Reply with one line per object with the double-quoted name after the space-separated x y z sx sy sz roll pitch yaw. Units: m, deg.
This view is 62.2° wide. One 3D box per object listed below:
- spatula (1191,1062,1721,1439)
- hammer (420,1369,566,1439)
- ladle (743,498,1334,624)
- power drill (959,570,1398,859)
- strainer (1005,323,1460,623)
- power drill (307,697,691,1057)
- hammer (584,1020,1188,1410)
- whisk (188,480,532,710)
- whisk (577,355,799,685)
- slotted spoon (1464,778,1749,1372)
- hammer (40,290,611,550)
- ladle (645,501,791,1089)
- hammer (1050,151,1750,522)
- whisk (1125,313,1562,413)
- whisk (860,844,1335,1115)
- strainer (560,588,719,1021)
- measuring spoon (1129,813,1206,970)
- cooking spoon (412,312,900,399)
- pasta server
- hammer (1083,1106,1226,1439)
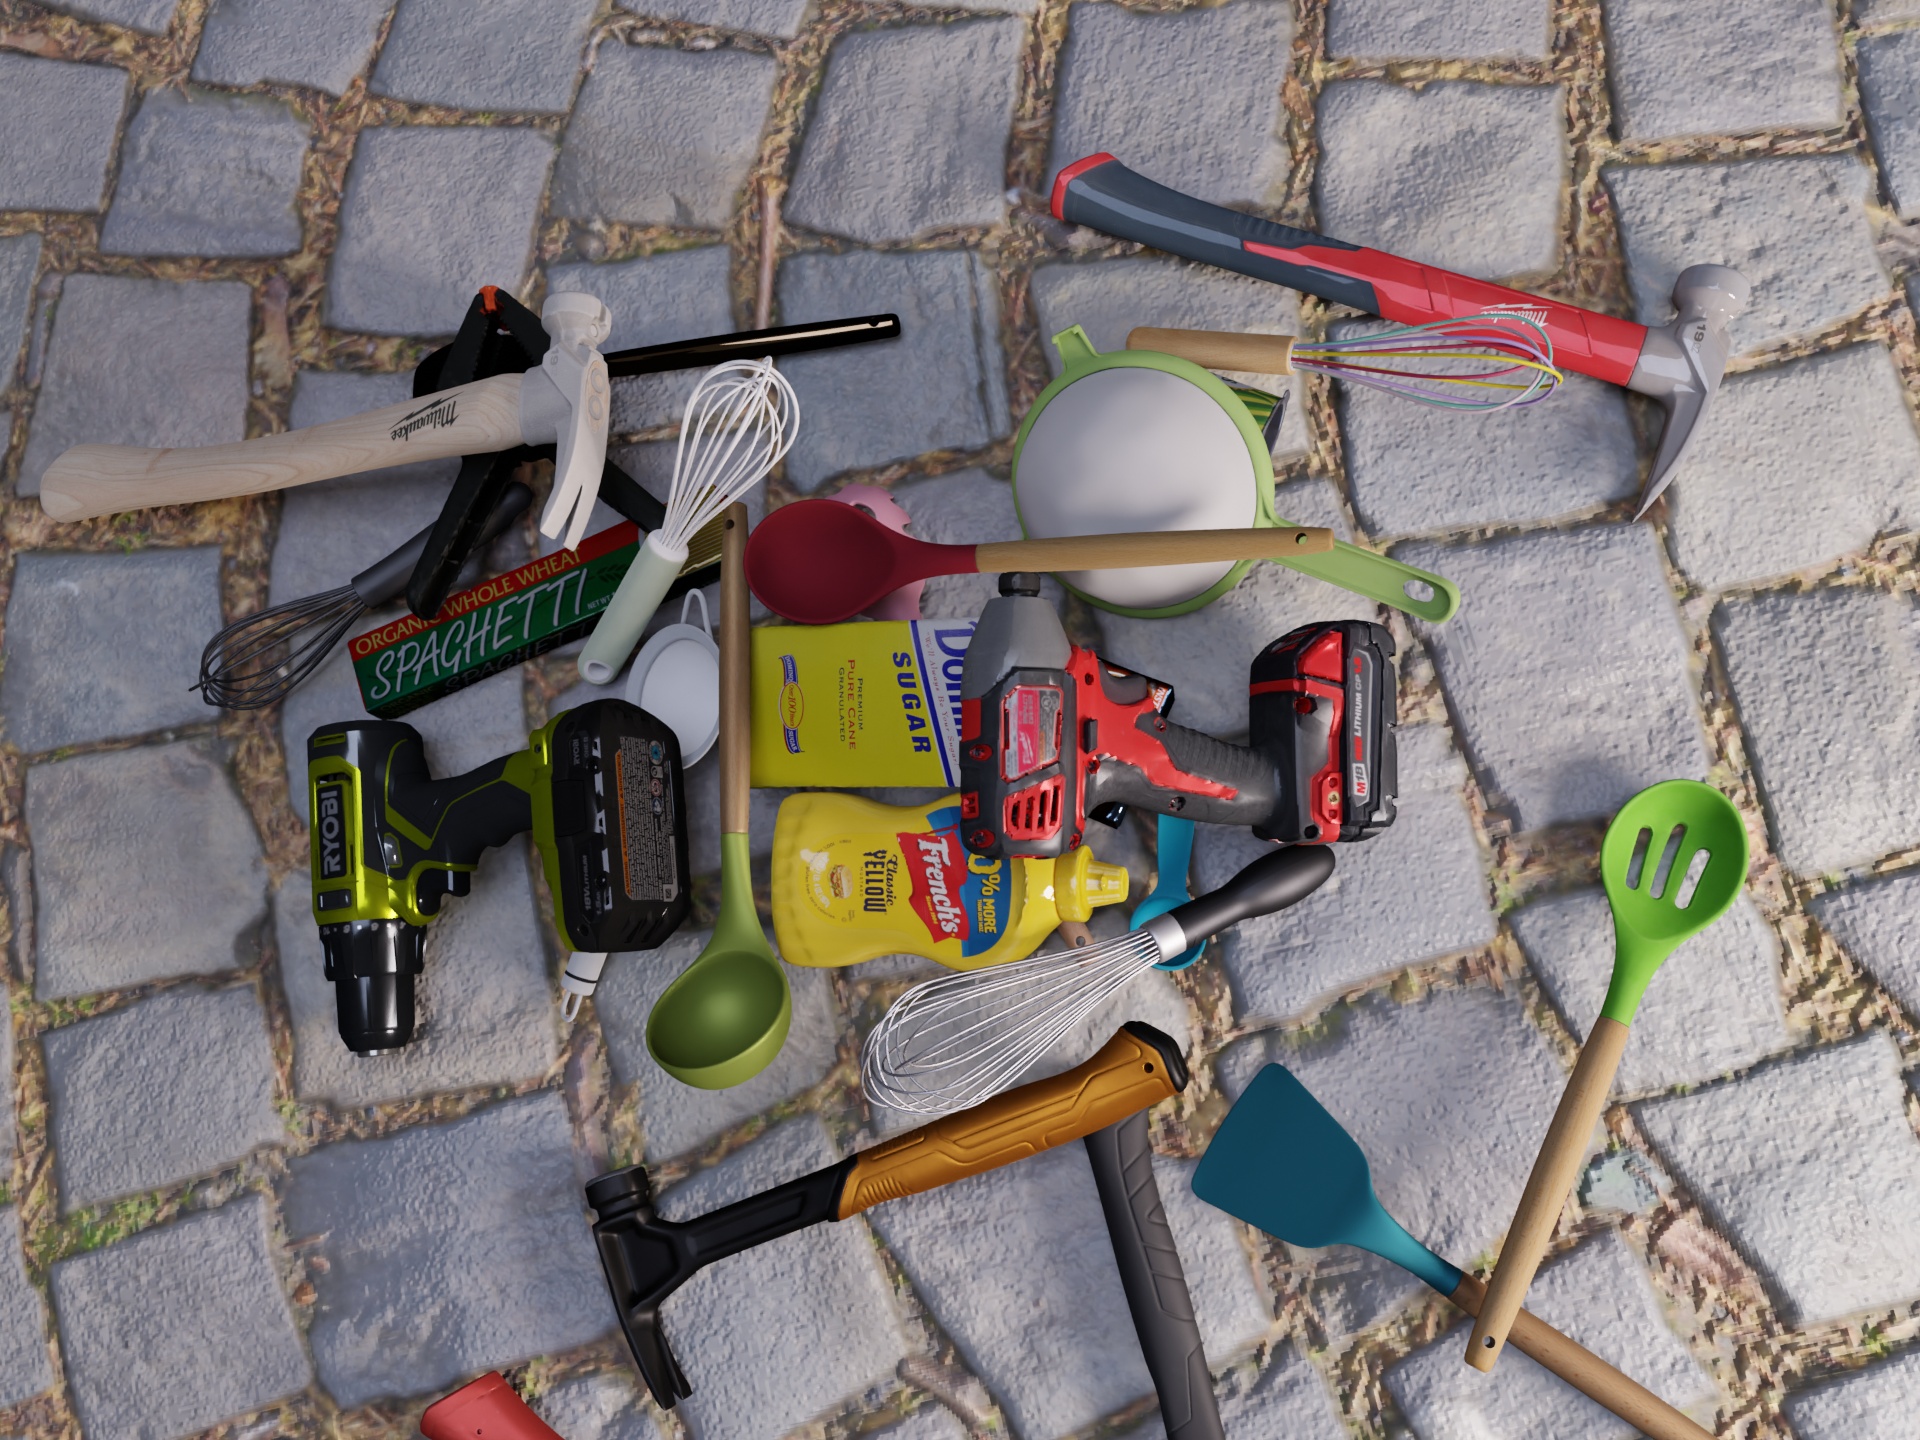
0.270 0.295 0.799 0.317 0.044 0.082 33 85 10 "spatula"
-0.132 0.458 0.828 0.359 0.036 0.149 25 84 13 "hammer"
0.034 -0.087 0.829 0.315 0.031 0.069 -1 89 20 "ladle"
0.106 -0.002 0.809 0.219 0.078 0.143 1 86 -15 "power drill"
0.134 -0.097 0.837 0.256 0.069 0.151 23 120 16 "strainer"
-0.268 0.085 0.888 0.228 0.080 0.191 -10 80 23 "power drill"
-0.036 0.245 0.835 0.337 0.034 0.127 -25 75 12 "hammer"
-0.365 -0.079 0.972 0.239 0.055 0.055 -33 75 -2 "whisk"
-0.159 -0.103 0.881 0.057 0.246 0.059 25 38 -18 "whisk"
0.316 0.174 0.797 0.070 0.031 0.314 24 78 14 "slotted spoon"
-0.393 -0.151 0.953 0.411 0.038 0.146 -5 73 21 "hammer"
-0.126 0.033 0.849 0.078 0.062 0.320 -6 77 19 "ladle"
0.229 -0.236 0.905 0.386 0.038 0.143 20 84 13 "hammer"
0.203 -0.200 0.871 0.245 0.047 0.051 12 118 29 "whisk"
0.076 0.126 0.816 0.284 0.070 0.070 -23 75 -18 "whisk"
-0.182 0.052 0.917 0.087 0.050 0.258 20 88 38 "strainer"
0.116 0.075 0.875 0.042 0.021 0.129 7 71 -1 "measuring spoon"
-0.193 -0.224 0.984 0.319 0.017 0.069 -5 78 10 "cooking spoon"
-0.001 -0.003 0.905 0.060 0.040 0.316 -29 79 3 "pasta server"
0.109 0.343 0.810 0.146 0.035 0.335 -17 76 5 "hammer"
